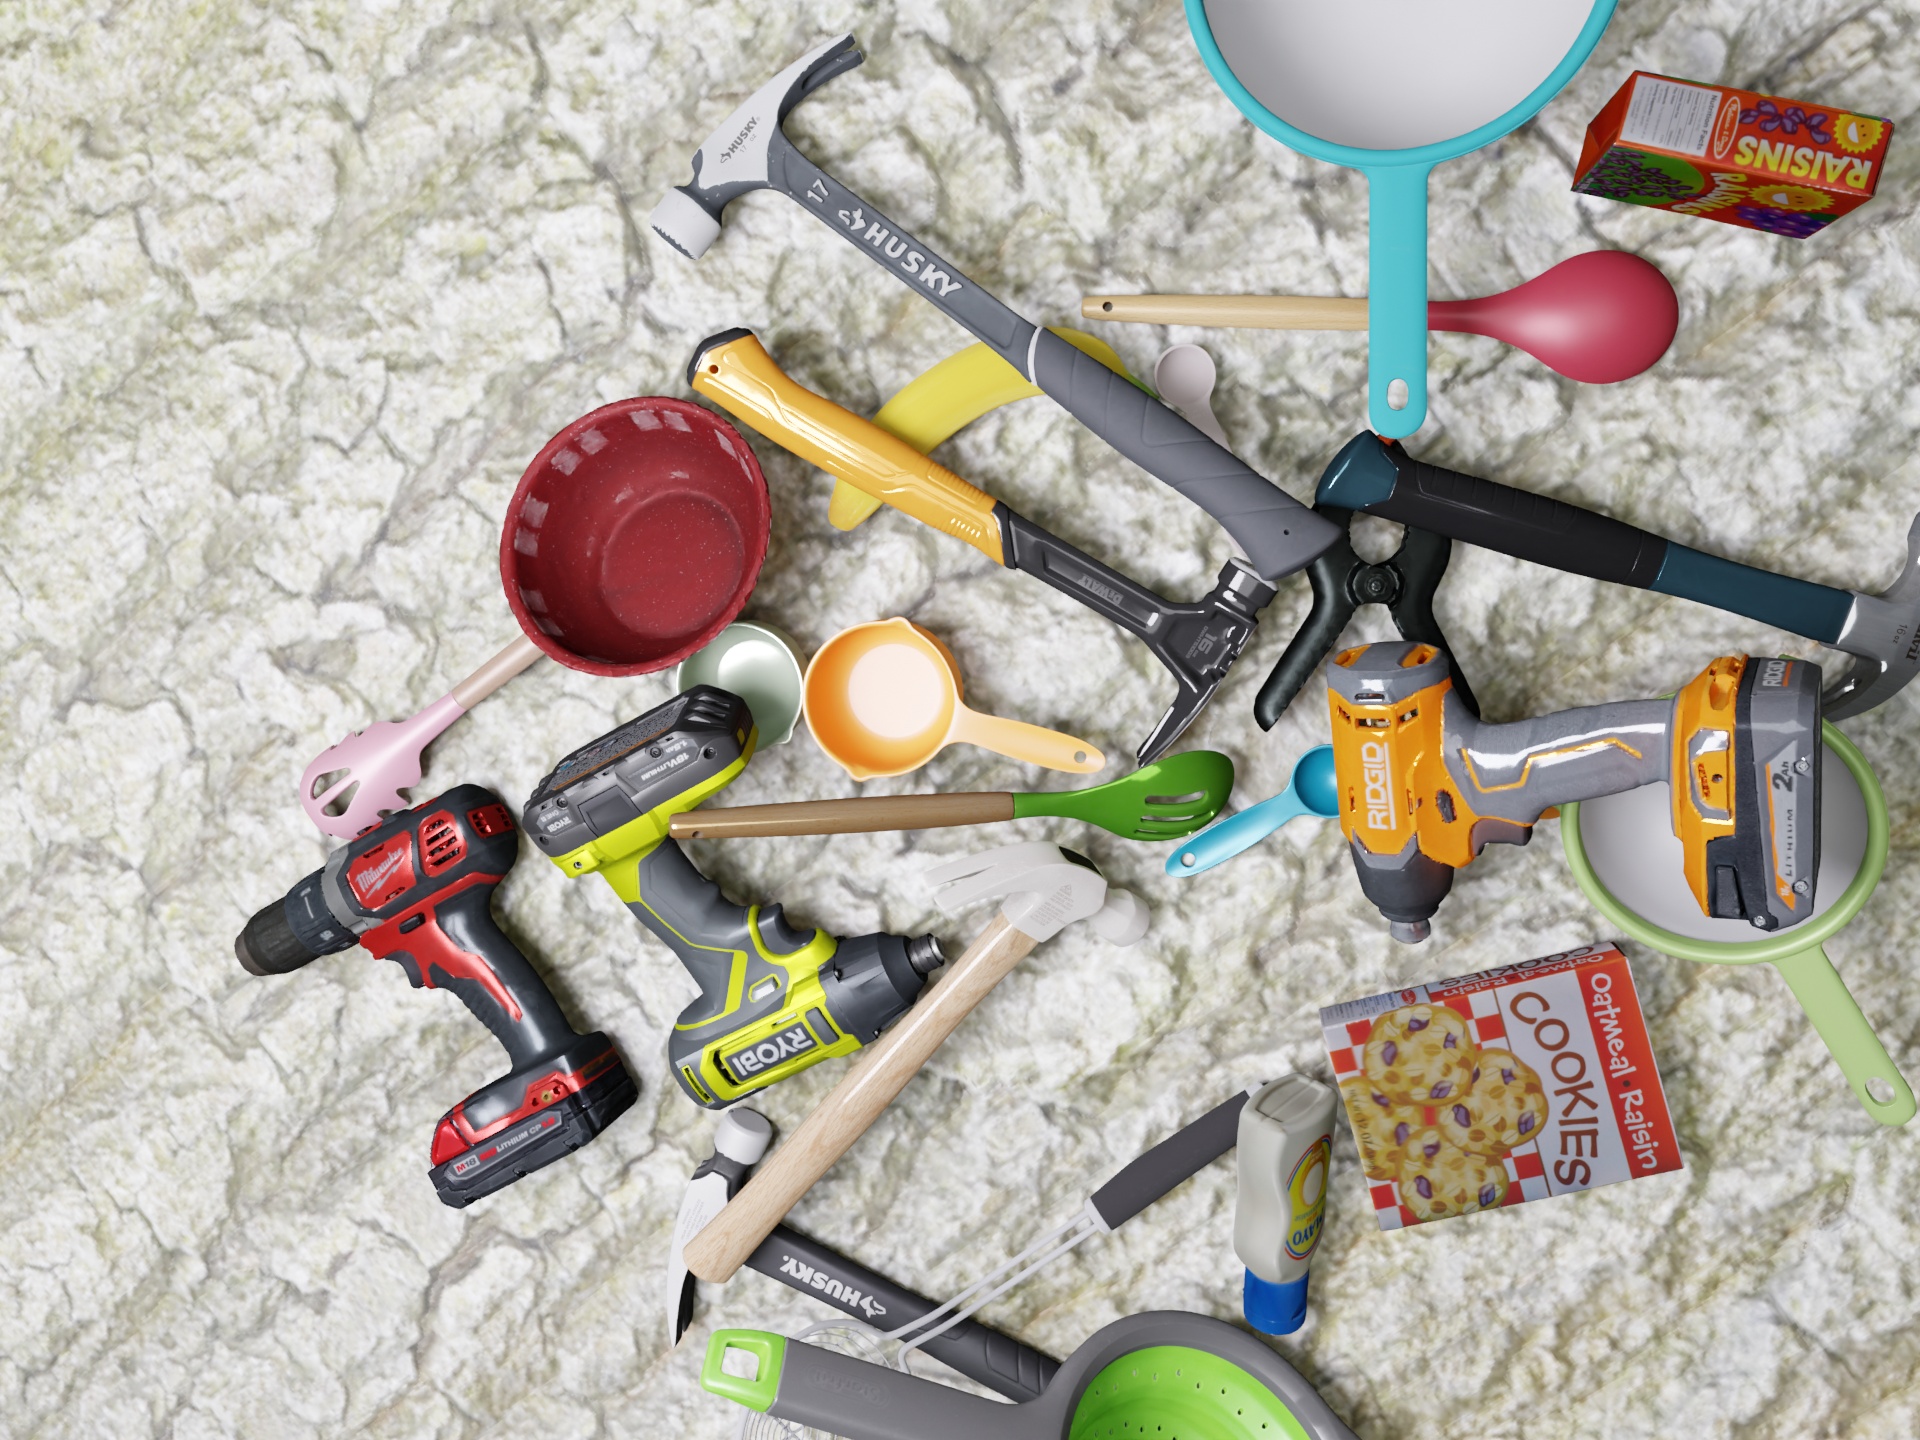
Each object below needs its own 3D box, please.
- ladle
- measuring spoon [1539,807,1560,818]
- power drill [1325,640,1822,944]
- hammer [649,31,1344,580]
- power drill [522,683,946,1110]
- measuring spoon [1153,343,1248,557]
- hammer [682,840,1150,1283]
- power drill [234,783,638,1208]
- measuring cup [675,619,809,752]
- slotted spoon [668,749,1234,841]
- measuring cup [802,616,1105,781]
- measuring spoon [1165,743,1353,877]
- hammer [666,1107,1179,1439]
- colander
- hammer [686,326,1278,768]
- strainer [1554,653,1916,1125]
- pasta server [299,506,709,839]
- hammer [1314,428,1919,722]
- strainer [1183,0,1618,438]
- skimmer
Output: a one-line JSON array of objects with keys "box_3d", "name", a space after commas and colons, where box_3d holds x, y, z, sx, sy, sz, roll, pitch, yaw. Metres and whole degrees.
[{"box_3d": [0.222, -0.219, 0.854, 0.315, 0.031, 0.069, 4, 98, 10], "name": "ladle"}, {"box_3d": [0.279, 0.033, 0.885, 0.117, 0.011, 0.021, 16, 99, 3], "name": "measuring spoon"}, {"box_3d": [0.301, 0.044, 0.795, 0.226, 0.084, 0.164, 2, 111, 31], "name": "power drill"}, {"box_3d": [0.029, -0.209, 0.844, 0.409, 0.036, 0.149, 38, 92, 11], "name": "hammer"}, {"box_3d": [-0.127, 0.100, 0.902, 0.171, 0.080, 0.223, -27, 109, 12], "name": "power drill"}, {"box_3d": [0.138, -0.148, 0.883, 0.034, 0.018, 0.124, -23, 100, -3], "name": "measuring spoon"}, {"box_3d": [-0.043, 0.196, 0.898, 0.331, 0.031, 0.129, -48, 129, 9], "name": "hammer"}, {"box_3d": [-0.319, 0.172, 0.958, 0.188, 0.080, 0.227, -28, 89, 11], "name": "power drill"}, {"box_3d": [-0.154, 0.009, 0.934, 0.083, 0.038, 0.167, 46, 107, 0], "name": "measuring cup"}, {"box_3d": [0.002, 0.049, 0.858, 0.313, 0.031, 0.070, -2, 137, -11], "name": "slotted spoon"}, {"box_3d": [-0.001, -0.003, 0.901, 0.173, 0.052, 0.095, 16, 99, 4], "name": "measuring cup"}, {"box_3d": [0.172, 0.054, 0.902, 0.128, 0.021, 0.042, -32, 91, 20], "name": "measuring spoon"}, {"box_3d": [-0.021, 0.370, 0.957, 0.335, 0.035, 0.146, 25, 99, 5], "name": "hammer"}, {"box_3d": [0.043, 0.406, 0.842, 0.397, 0.205, 0.094, 21, 130, -11], "name": "colander"}, {"box_3d": [-0.001, -0.106, 0.869, 0.337, 0.034, 0.127, 30, 105, -4], "name": "hammer"}, {"box_3d": [0.425, 0.090, 0.833, 0.151, 0.069, 0.256, -31, 93, 32], "name": "strainer"}, {"box_3d": [-0.276, -0.029, 0.953, 0.316, 0.040, 0.060, -36, 91, 7], "name": "pasta server"}, {"box_3d": [0.348, -0.087, 0.827, 0.331, 0.033, 0.128, 16, 100, -2], "name": "hammer"}, {"box_3d": [0.221, -0.315, 0.809, 0.211, 0.095, 0.340, 0, 99, 11], "name": "strainer"}, {"box_3d": [0.034, 0.327, 0.886, 0.363, 0.090, 0.127, -34, 107, 0], "name": "skimmer"}]
